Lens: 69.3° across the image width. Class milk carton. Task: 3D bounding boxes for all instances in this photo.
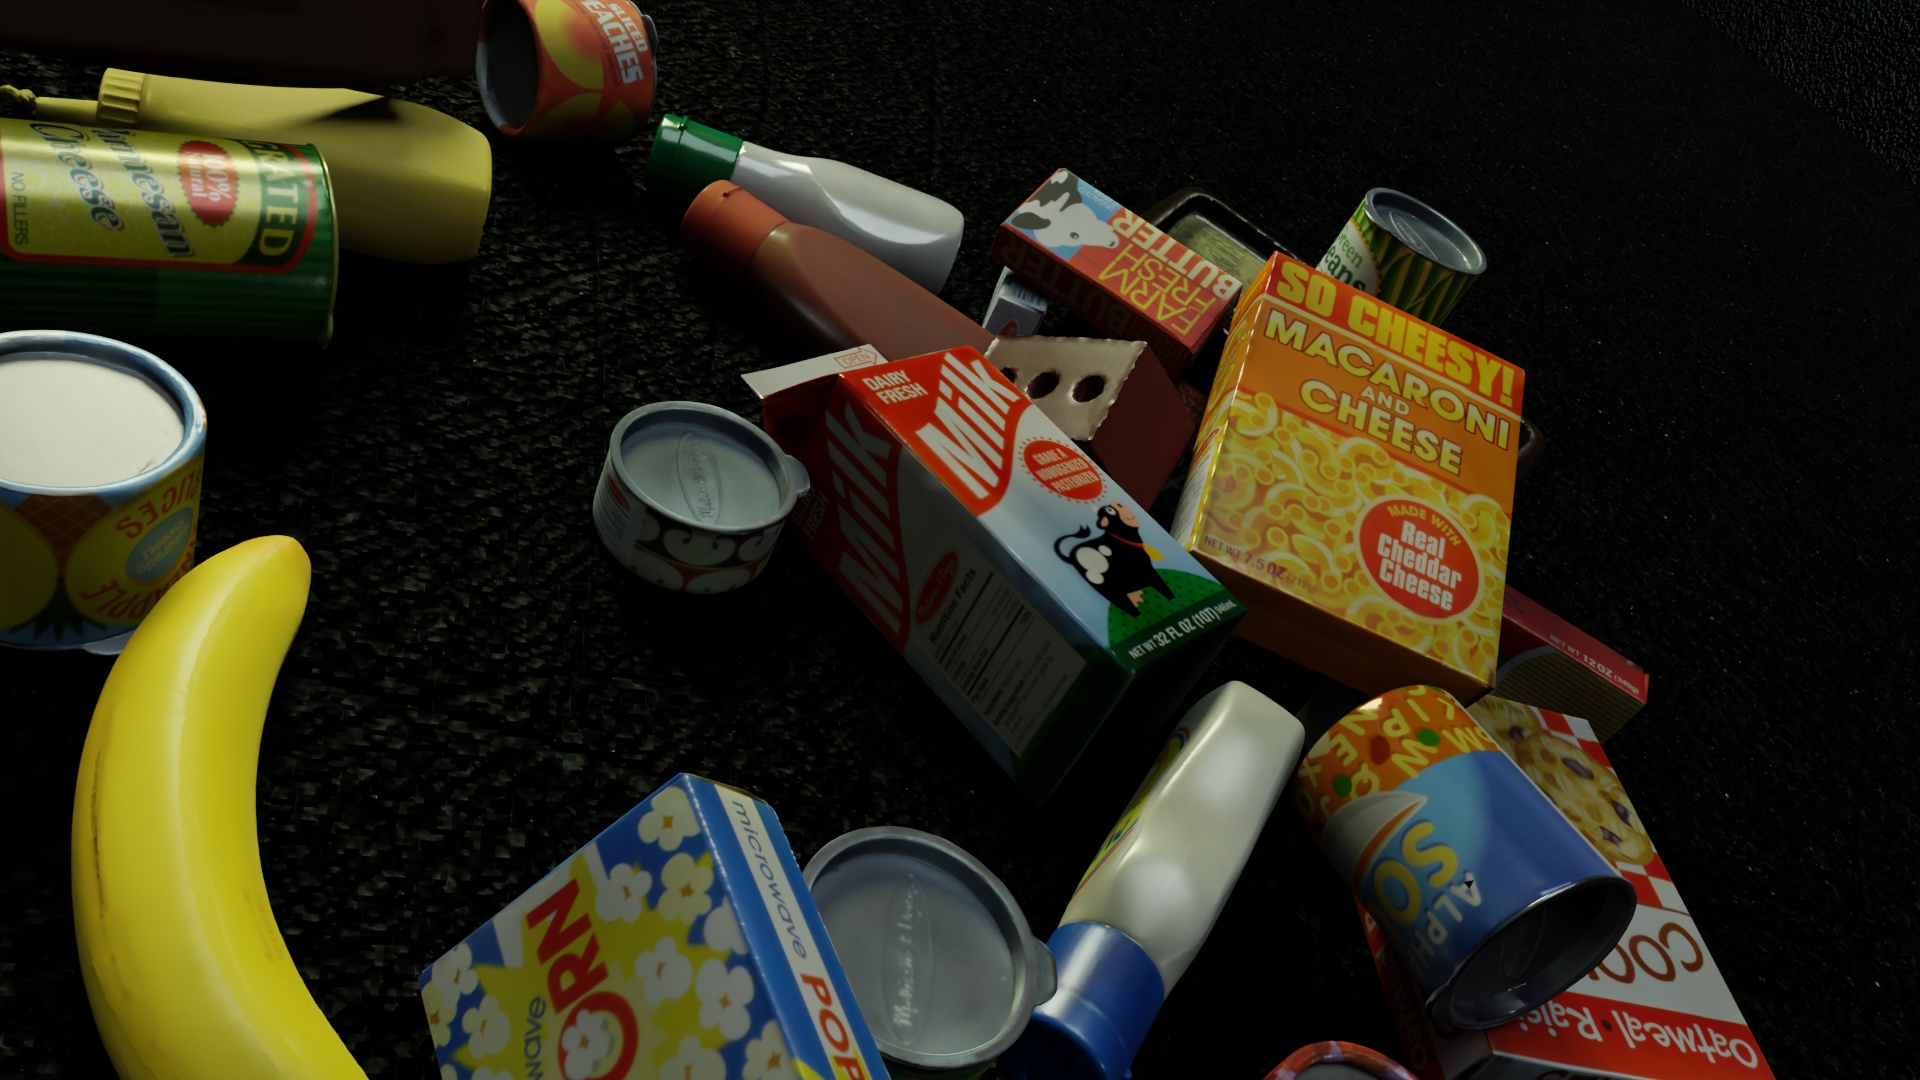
[{"bbox_3d":[0.002,-0.006,0.505,0.072,0.073,0.191,-21,59,-46],"label":"milk carton"}]

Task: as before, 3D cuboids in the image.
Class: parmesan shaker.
[{"bbox_3d":[-0.262,-0.096,0.445,0.103,0.071,0.071,-5,49,-37],"label":"parmesan shaker"}]

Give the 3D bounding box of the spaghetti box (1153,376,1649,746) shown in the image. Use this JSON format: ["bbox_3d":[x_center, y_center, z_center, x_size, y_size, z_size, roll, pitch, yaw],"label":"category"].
[{"bbox_3d":[0.181,0.013,0.619,0.250,0.050,0.029,33,36,5],"label":"spaghetti box"}]

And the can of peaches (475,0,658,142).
[{"bbox_3d":[-0.180,-0.218,0.635,0.058,0.071,0.071,-14,54,-41],"label":"can of peaches"}]

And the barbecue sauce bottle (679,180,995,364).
[{"bbox_3d":[-0.054,-0.104,0.607,0.148,0.043,0.065,35,41,9],"label":"barbecue sauce bottle"}]

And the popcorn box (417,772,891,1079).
[{"bbox_3d":[-0.060,0.126,0.297,0.038,0.085,0.127,40,15,-55],"label":"popcorn box"}]

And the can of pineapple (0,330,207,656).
[{"bbox_3d":[-0.237,-0.013,0.369,0.071,0.057,0.071,18,38,-15],"label":"can of pineapple"}]

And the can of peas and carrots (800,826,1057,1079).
[{"bbox_3d":[-0.019,0.118,0.358,0.071,0.058,0.071,19,38,-15],"label":"can of peas and carrots"}]

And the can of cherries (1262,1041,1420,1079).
[{"bbox_3d":[0.097,0.176,0.367,0.071,0.058,0.072,18,38,-14],"label":"can of cherries"}]

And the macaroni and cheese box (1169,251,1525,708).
[{"bbox_3d":[0.156,-0.026,0.556,0.124,0.040,0.167,25,54,-4],"label":"macaroni and cheese box"}]

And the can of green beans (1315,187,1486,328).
[{"bbox_3d":[0.209,-0.128,0.675,0.071,0.057,0.071,18,39,-15],"label":"can of green beans"}]

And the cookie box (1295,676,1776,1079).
[{"bbox_3d":[0.203,0.128,0.507,0.123,0.040,0.168,15,38,-17],"label":"cookie box"}]

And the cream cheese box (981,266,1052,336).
[{"bbox_3d":[0.028,-0.114,0.664,0.024,0.053,0.104,24,37,-4],"label":"cream cheese box"}]

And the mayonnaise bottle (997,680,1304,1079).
[{"bbox_3d":[0.059,0.105,0.424,0.041,0.064,0.149,35,41,10],"label":"mayonnaise bottle"}]

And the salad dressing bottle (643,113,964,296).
[{"bbox_3d":[-0.074,-0.160,0.660,0.148,0.043,0.064,18,39,-13],"label":"salad dressing bottle"}]

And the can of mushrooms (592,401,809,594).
[{"bbox_3d":[-0.091,-0.015,0.487,0.071,0.033,0.071,18,38,-14],"label":"can of mushrooms"}]

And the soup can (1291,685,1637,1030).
[{"bbox_3d":[0.150,0.097,0.430,0.071,0.071,0.084,4,34,-30],"label":"soup can"}]

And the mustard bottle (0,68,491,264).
[{"bbox_3d":[-0.260,-0.144,0.515,0.160,0.048,0.065,7,39,-25],"label":"mustard bottle"}]

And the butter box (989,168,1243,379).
[{"bbox_3d":[0.070,-0.120,0.619,0.103,0.024,0.053,35,57,9],"label":"butter box"}]
